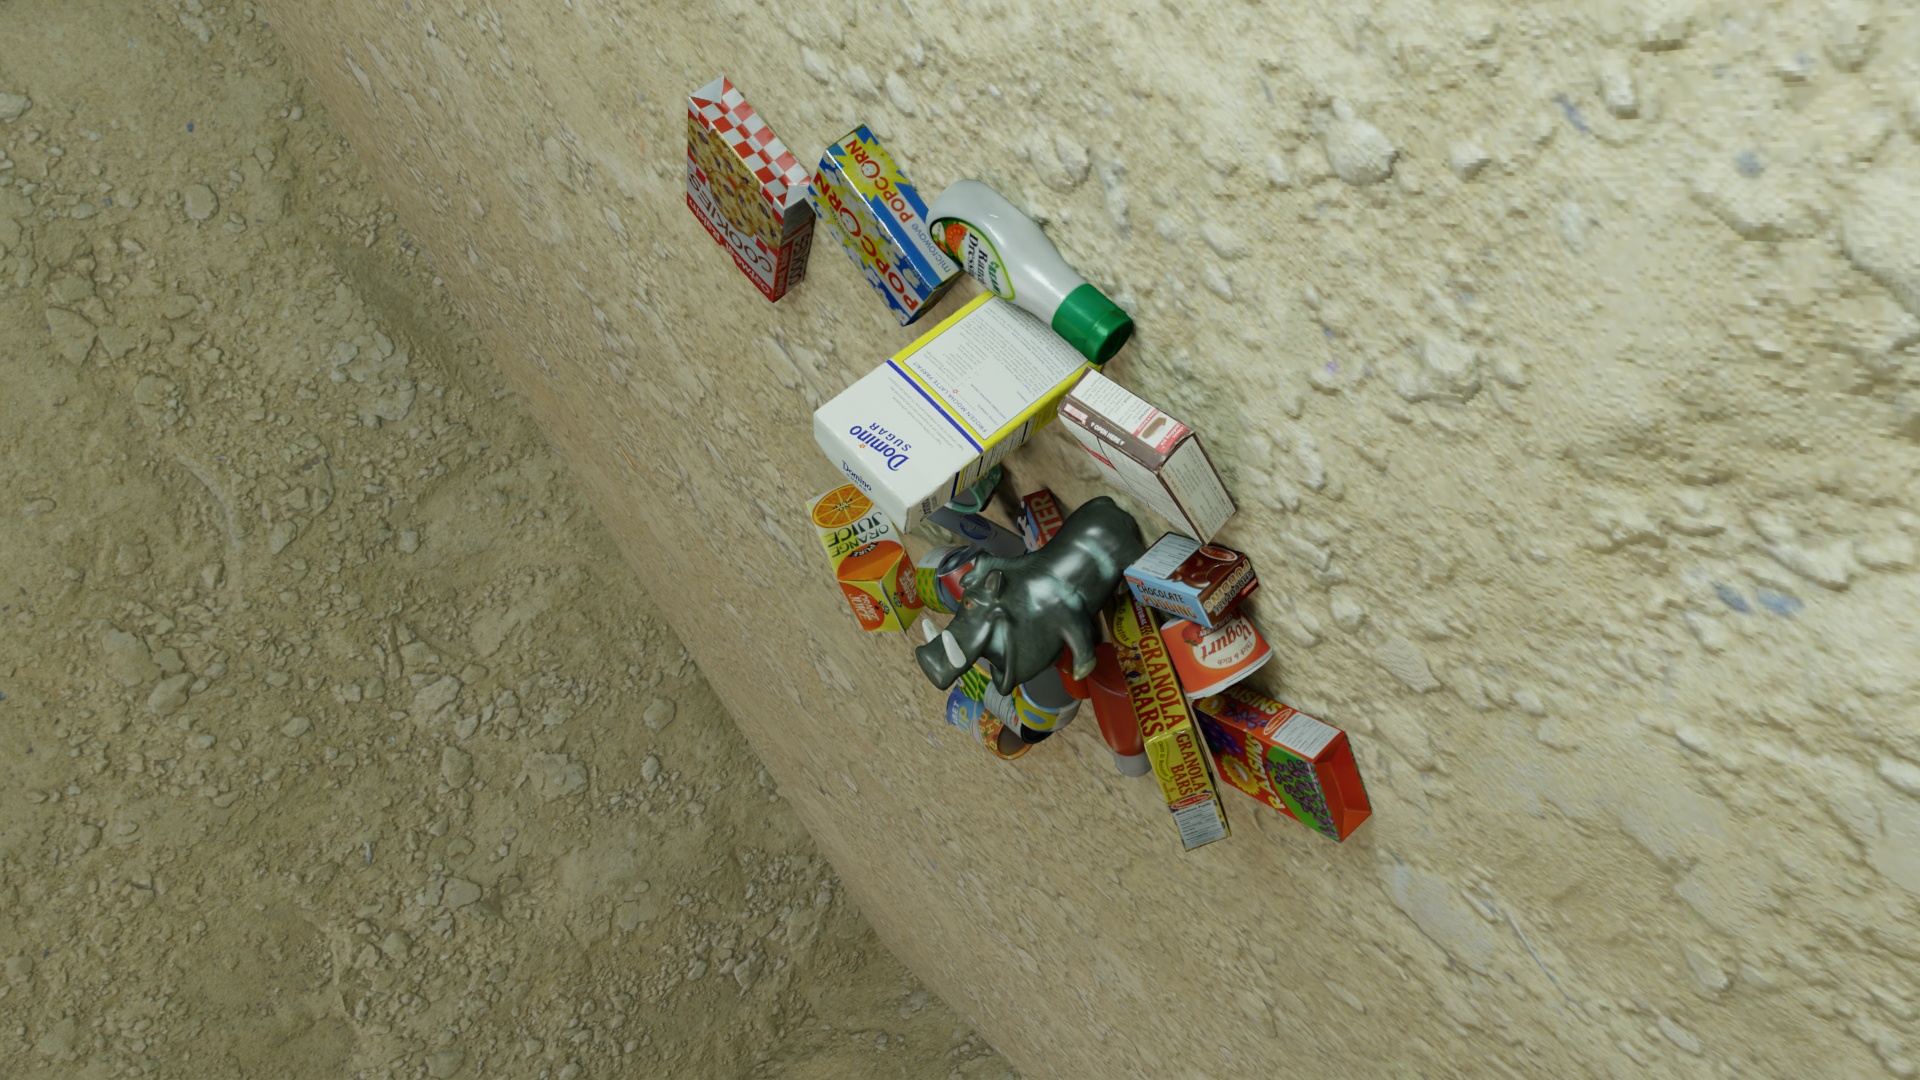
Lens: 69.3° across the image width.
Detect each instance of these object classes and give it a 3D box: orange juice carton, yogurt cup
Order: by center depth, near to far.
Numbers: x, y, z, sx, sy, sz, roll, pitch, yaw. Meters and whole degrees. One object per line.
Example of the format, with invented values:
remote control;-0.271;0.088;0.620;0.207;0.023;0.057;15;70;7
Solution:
yogurt cup;0.176;0.072;0.972;0.054;0.072;0.072;60;161;1
orange juice carton;-0.089;0.020;1.375;0.193;0.073;0.071;-120;6;-53

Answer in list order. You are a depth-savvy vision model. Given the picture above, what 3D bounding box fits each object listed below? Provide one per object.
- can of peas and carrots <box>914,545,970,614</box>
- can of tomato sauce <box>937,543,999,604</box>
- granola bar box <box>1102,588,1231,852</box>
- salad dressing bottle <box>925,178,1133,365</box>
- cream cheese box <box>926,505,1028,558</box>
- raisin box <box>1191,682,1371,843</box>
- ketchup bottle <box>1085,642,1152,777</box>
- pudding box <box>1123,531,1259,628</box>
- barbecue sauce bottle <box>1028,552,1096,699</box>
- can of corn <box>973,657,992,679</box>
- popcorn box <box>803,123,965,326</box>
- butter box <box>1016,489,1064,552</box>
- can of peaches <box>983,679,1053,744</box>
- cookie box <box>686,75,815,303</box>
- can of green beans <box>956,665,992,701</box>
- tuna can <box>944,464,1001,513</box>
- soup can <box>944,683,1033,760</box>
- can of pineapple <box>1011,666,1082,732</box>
can of peas and carrots;-0.003;0.040;1.311;0.071;0.071;0.058;56;161;-12
can of tomato sauce;0.029;0.045;1.250;0.083;0.071;0.071;54;160;-9
granola bar box;0.153;0.130;1.045;0.166;0.039;0.123;-101;-11;-54
salad dressing bottle;0.043;-0.169;0.874;0.148;0.044;0.064;42;159;19
cream cheese box;0.004;-0.015;1.168;0.104;0.024;0.053;27;-178;-21
raisin box;0.236;0.160;1.028;0.123;0.040;0.085;23;146;53
ketchup bottle;0.144;0.154;1.218;0.065;0.044;0.148;38;156;37
pudding box;0.157;0.026;0.953;0.084;0.050;0.030;19;144;57
barbecue sauce bottle;0.090;0.078;1.205;0.065;0.044;0.148;33;154;46
can of corn;0.033;0.090;1.333;0.071;0.058;0.070;44;159;22
popcorn box;-0.055;-0.225;1.004;0.126;0.038;0.085;53;161;-3
butter box;0.076;0.016;1.107;0.053;0.024;0.104;95;154;-63
can of peaches;0.067;0.157;1.369;0.058;0.071;0.071;36;155;38
cookie box;-0.179;-0.289;1.167;0.123;0.040;0.167;50;161;6
can of green beans;0.022;0.120;1.398;0.071;0.071;0.057;36;155;38
tuna can;-0.003;-0.053;1.069;0.071;0.033;0.070;28;157;13
soup can;0.034;0.190;1.487;0.084;0.071;0.071;31;152;45
can of pineapple;0.081;0.138;1.296;0.071;0.071;0.057;46;159;16
